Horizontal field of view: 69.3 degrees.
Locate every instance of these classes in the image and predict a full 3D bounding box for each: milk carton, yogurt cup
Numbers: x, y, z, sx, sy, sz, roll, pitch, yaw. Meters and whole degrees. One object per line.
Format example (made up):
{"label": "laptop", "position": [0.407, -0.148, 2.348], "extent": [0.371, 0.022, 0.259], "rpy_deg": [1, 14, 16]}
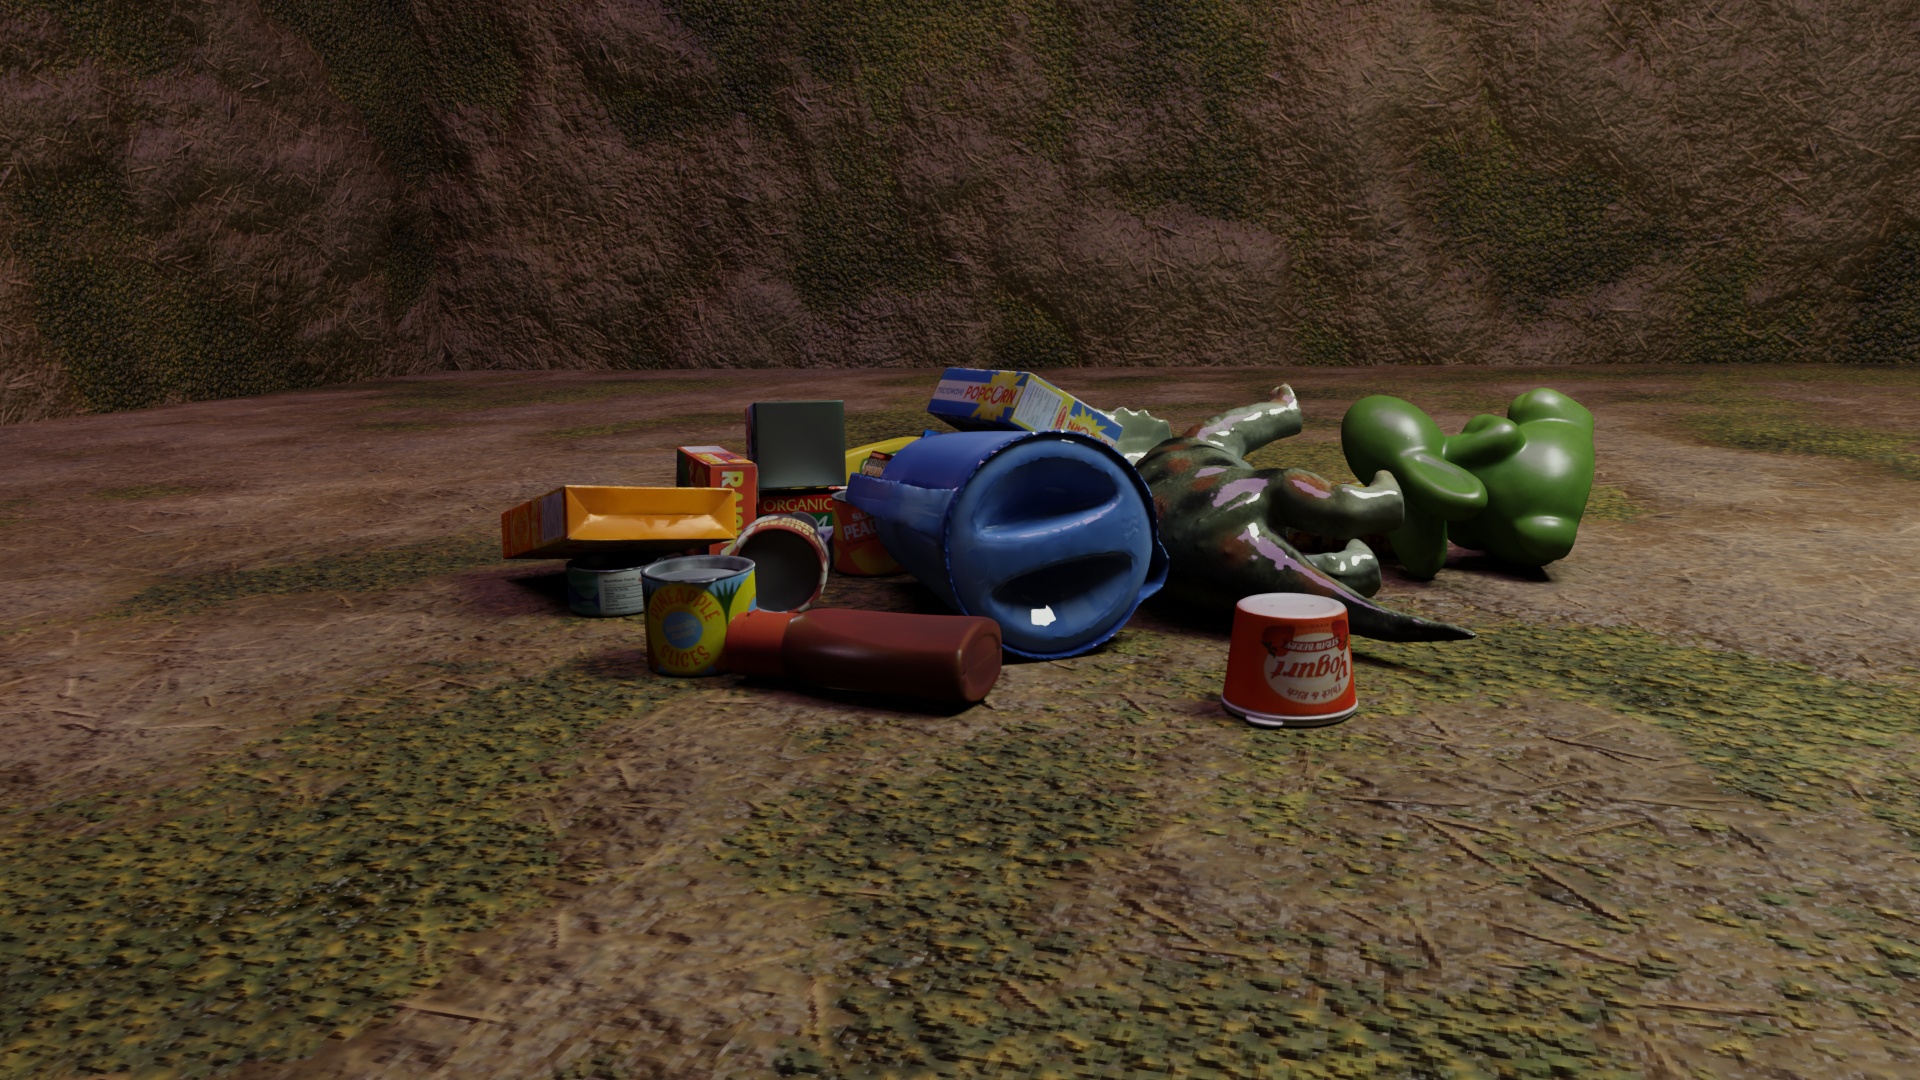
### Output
{"label": "milk carton", "position": [-0.146, -0.081, 1.195], "extent": [0.073, 0.072, 0.190], "rpy_deg": [-3, 4, -12]}
{"label": "yogurt cup", "position": [0.167, 0.058, 0.706], "extent": [0.072, 0.053, 0.072], "rpy_deg": [-1, 10, 0]}

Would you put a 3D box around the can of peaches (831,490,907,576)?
{"label": "can of peaches", "position": [-0.065, -0.007, 1.056], "extent": [0.071, 0.058, 0.071], "rpy_deg": [-1, 11, 0]}

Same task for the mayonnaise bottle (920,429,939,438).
{"label": "mayonnaise bottle", "position": [0.035, -0.059, 1.195], "extent": [0.148, 0.064, 0.041], "rpy_deg": [16, 12, -9]}

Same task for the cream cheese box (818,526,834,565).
{"label": "cream cheese box", "position": [-0.126, 0.010, 1.064], "extent": [0.053, 0.024, 0.104], "rpy_deg": [-3, 11, 2]}

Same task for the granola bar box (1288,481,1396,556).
{"label": "granola bar box", "position": [0.288, -0.022, 1.129], "extent": [0.165, 0.039, 0.124], "rpy_deg": [4, 13, 26]}

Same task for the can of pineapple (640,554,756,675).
{"label": "can of pineapple", "position": [-0.153, 0.043, 0.815], "extent": [0.071, 0.057, 0.071], "rpy_deg": [-2, 11, 0]}

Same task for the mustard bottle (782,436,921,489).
{"label": "mustard bottle", "position": [-0.094, -0.058, 1.317], "extent": [0.160, 0.065, 0.049], "rpy_deg": [-11, 8, -17]}

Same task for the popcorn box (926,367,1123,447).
{"label": "popcorn box", "position": [0.043, -0.085, 0.971], "extent": [0.085, 0.038, 0.127], "rpy_deg": [27, -5, -28]}

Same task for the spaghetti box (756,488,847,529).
{"label": "spaghetti box", "position": [-0.042, -0.018, 1.129], "extent": [0.250, 0.050, 0.029], "rpy_deg": [-2, 10, 0]}

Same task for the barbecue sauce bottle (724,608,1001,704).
{"label": "barbecue sauce bottle", "position": [-0.056, 0.060, 0.756], "extent": [0.148, 0.043, 0.065], "rpy_deg": [2, 12, 22]}

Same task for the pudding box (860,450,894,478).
{"label": "pudding box", "position": [-0.043, -0.042, 1.189], "extent": [0.050, 0.030, 0.083], "rpy_deg": [16, -15, 38]}

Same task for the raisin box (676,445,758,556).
{"label": "raisin box", "position": [-0.193, -0.026, 1.096], "extent": [0.040, 0.086, 0.123], "rpy_deg": [-1, 10, -22]}

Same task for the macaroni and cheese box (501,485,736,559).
{"label": "macaroni and cheese box", "position": [-0.254, -0.012, 1.021], "extent": [0.124, 0.040, 0.166], "rpy_deg": [0, -5, -32]}

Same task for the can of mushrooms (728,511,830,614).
{"label": "can of mushrooms", "position": [-0.119, 0.015, 0.920], "extent": [0.071, 0.071, 0.033], "rpy_deg": [-2, 12, -1]}

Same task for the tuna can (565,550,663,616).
{"label": "tuna can", "position": [-0.240, 0.029, 0.964], "extent": [0.071, 0.032, 0.071], "rpy_deg": [-1, 11, 0]}
